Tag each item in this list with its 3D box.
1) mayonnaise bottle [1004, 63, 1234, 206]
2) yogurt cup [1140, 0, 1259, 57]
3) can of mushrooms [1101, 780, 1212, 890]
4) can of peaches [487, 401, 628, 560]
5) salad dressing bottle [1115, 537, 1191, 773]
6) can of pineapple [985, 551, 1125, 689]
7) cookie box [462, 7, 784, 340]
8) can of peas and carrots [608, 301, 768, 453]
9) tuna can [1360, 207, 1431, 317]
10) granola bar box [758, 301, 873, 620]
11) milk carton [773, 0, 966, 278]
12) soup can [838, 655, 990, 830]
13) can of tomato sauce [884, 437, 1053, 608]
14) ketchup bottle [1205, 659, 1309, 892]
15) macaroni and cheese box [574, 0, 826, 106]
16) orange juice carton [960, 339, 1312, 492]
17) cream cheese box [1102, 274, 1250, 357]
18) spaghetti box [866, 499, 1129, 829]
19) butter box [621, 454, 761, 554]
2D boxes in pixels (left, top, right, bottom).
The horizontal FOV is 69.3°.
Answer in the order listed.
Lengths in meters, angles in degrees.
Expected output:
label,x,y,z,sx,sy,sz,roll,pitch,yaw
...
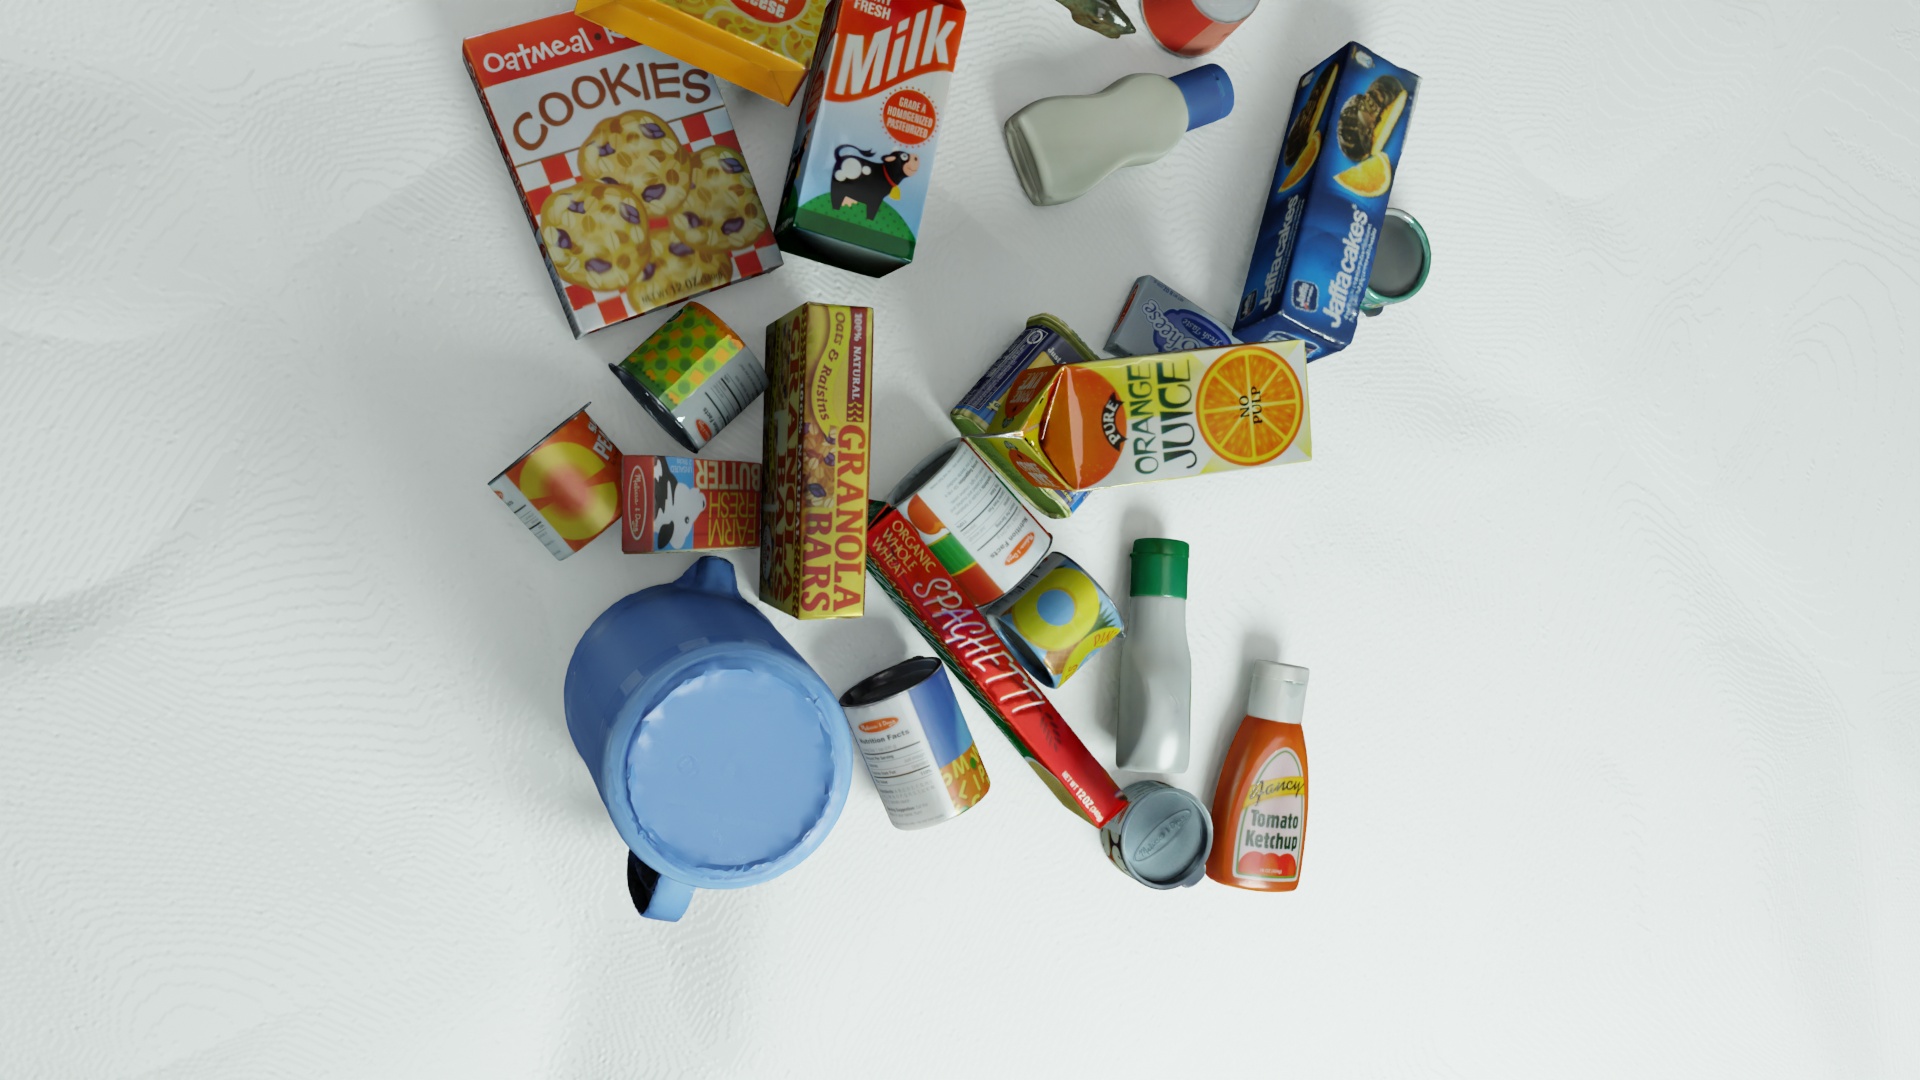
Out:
label,x,y,z,sx,sy,sz,roll,pitch,yaw
mayonnaise bottle,0.104,-0.263,0.881,0.148,0.041,0.064,-25,101,-18
yogurt cup,0.156,-0.350,0.889,0.072,0.054,0.072,-1,93,-18
can of mushrooms,0.128,0.193,0.903,0.071,0.033,0.071,0,91,-19
can of peaches,-0.212,-0.032,0.763,0.071,0.071,0.058,-42,104,-13
salad dressing bottle,0.125,0.073,0.887,0.044,0.064,0.148,5,82,-10
can of pineapple,0.059,0.051,0.858,0.058,0.071,0.071,-41,104,-12
cookie box,-0.189,-0.213,0.781,0.123,0.040,0.167,-23,99,-18
can of peas and carrots,-0.153,-0.094,0.784,0.059,0.071,0.071,-45,104,-13
tuna can,0.285,-0.190,0.948,0.071,0.033,0.071,0,91,-19
granola bar box,-0.082,-0.043,0.778,0.039,0.124,0.165,1,91,-18
milk carton,-0.051,-0.258,0.811,0.073,0.072,0.190,13,87,-18
soup can,-0.025,0.120,0.834,0.071,0.071,0.083,-25,100,-17
can of tomato sauce,0.003,-0.011,0.840,0.071,0.071,0.083,-45,104,-12
ketchup bottle,0.203,0.155,0.923,0.065,0.043,0.148,9,88,-19
macaroni and cheese box,-0.130,-0.339,0.770,0.124,0.040,0.167,19,64,-20
orange juice carton,0.101,-0.071,0.806,0.193,0.072,0.073,-8,97,-16
cream cheese box,0.148,-0.124,0.907,0.104,0.024,0.053,29,83,-17
spaghetti box,0.014,0.076,0.840,0.029,0.050,0.249,-43,110,-13
butter box,-0.148,-0.020,0.775,0.024,0.103,0.053,1,92,25
